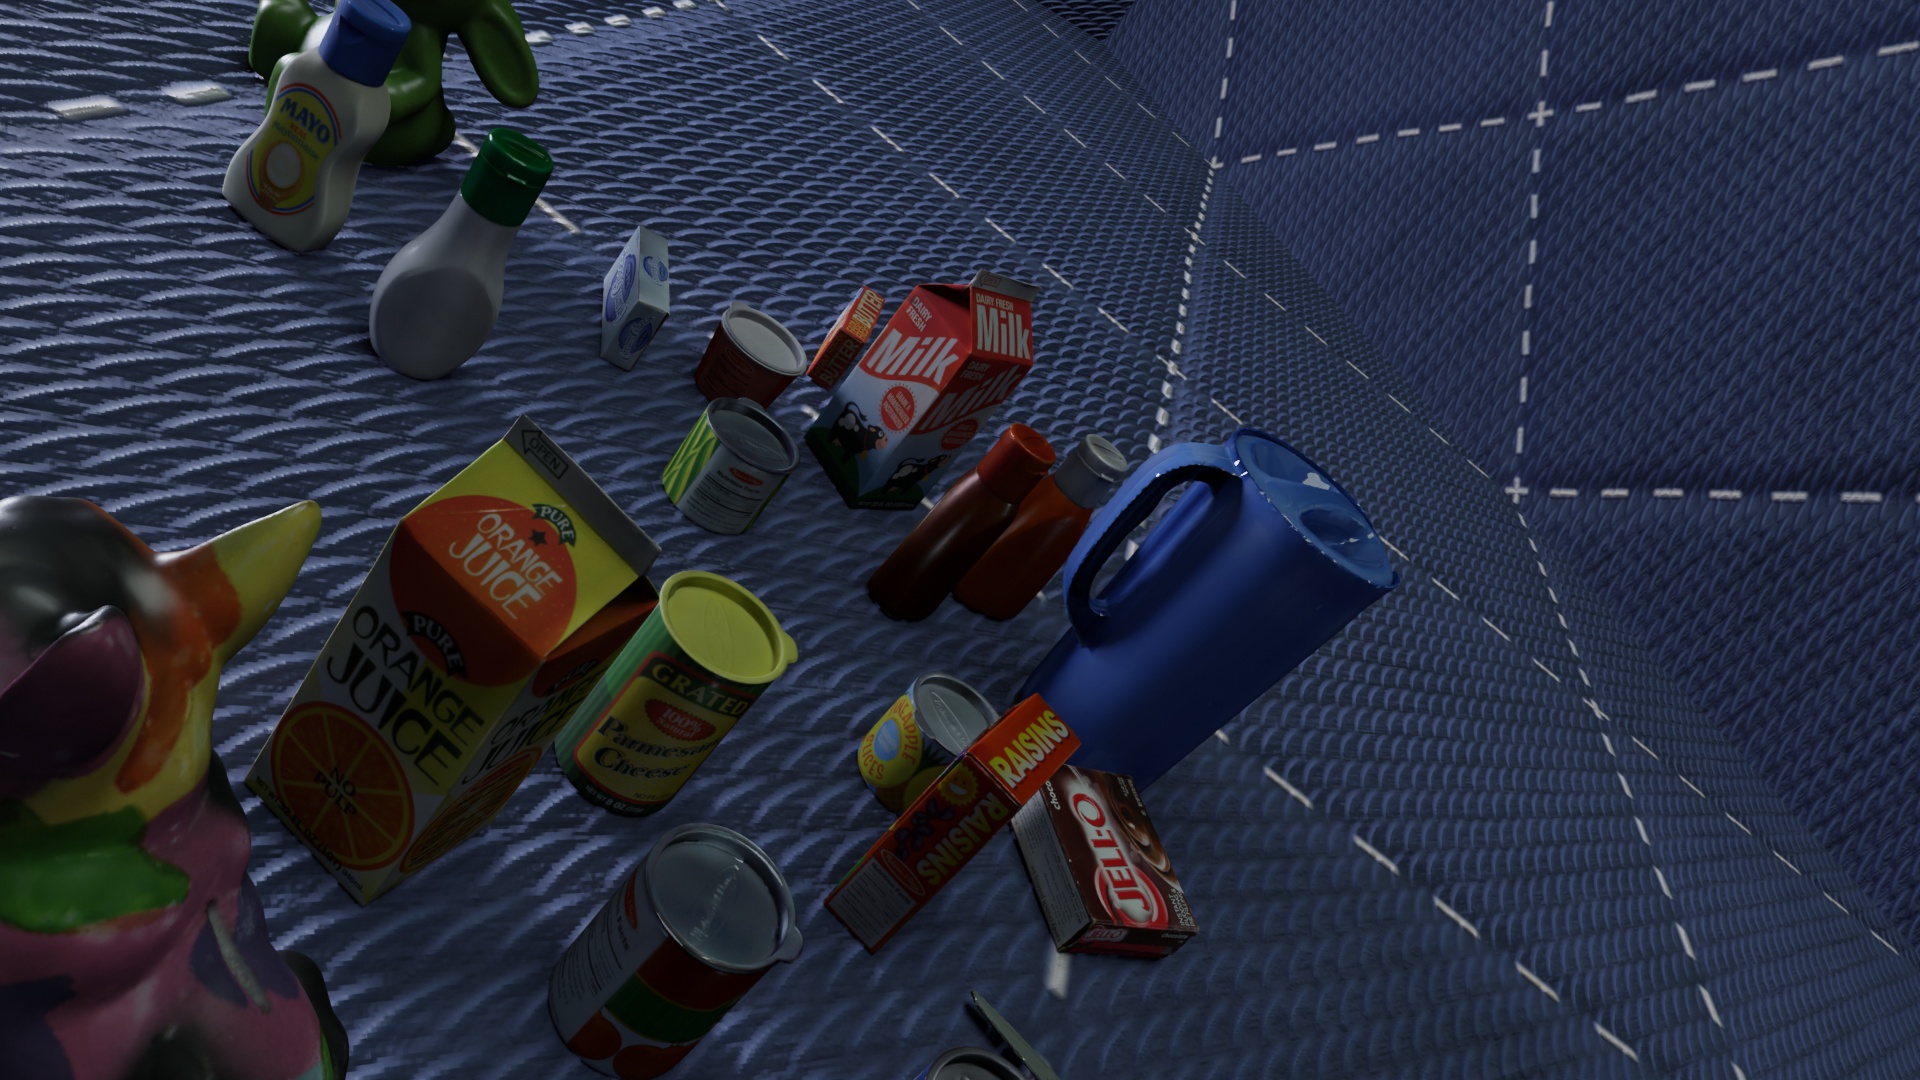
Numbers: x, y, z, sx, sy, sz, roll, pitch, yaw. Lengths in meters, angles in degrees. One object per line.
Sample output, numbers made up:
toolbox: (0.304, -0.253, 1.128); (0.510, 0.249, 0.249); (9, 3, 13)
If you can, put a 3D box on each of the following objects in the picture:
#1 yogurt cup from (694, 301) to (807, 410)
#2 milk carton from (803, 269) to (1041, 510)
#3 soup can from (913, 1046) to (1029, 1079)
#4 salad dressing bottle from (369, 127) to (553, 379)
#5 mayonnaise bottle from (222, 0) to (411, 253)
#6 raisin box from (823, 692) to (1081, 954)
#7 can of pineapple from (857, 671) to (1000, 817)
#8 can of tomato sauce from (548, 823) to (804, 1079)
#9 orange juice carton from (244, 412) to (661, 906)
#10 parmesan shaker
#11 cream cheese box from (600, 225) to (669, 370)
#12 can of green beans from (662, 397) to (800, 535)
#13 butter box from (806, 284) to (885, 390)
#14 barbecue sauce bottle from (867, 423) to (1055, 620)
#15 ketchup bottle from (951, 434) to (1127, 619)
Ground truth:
yogurt cup: (-0.149, -0.122, 0.973); (0.072, 0.053, 0.073); (31, 28, -19)
milk carton: (-0.020, -0.112, 0.975); (0.072, 0.189, 0.073); (2, 46, -52)
soup can: (-0.013, 0.252, 0.551); (0.071, 0.083, 0.072); (31, 28, -19)
salad dressing bottle: (-0.271, -0.155, 0.759); (0.064, 0.147, 0.044); (21, 32, -35)
mayonnaise bottle: (-0.353, -0.234, 0.771); (0.065, 0.147, 0.041); (39, 26, -5)
raisin box: (-0.003, 0.139, 0.692); (0.040, 0.123, 0.086); (46, 27, 9)
can of pineapple: (-0.017, 0.116, 0.781); (0.071, 0.057, 0.071); (31, 28, -19)
can of tomato sauce: (-0.113, 0.165, 0.553); (0.071, 0.082, 0.071); (31, 28, -19)
orange juice carton: (-0.183, 0.044, 0.523); (0.072, 0.192, 0.073); (44, 26, 6)
parmesan shaker: (-0.133, 0.073, 0.644); (0.071, 0.102, 0.072); (31, 28, -19)
cream cheese box: (-0.221, -0.166, 0.945); (0.024, 0.053, 0.104); (25, 31, -30)
can of green beans: (-0.143, -0.046, 0.862); (0.071, 0.057, 0.071); (31, 28, -19)
butter box: (-0.091, -0.163, 1.114); (0.024, 0.053, 0.104); (35, 27, -12)
barbecue sauce bottle: (0.003, -0.011, 0.900); (0.044, 0.148, 0.065); (50, 27, 17)
ketchup bottle: (0.056, -0.009, 0.966); (0.065, 0.148, 0.044); (22, 32, -33)
